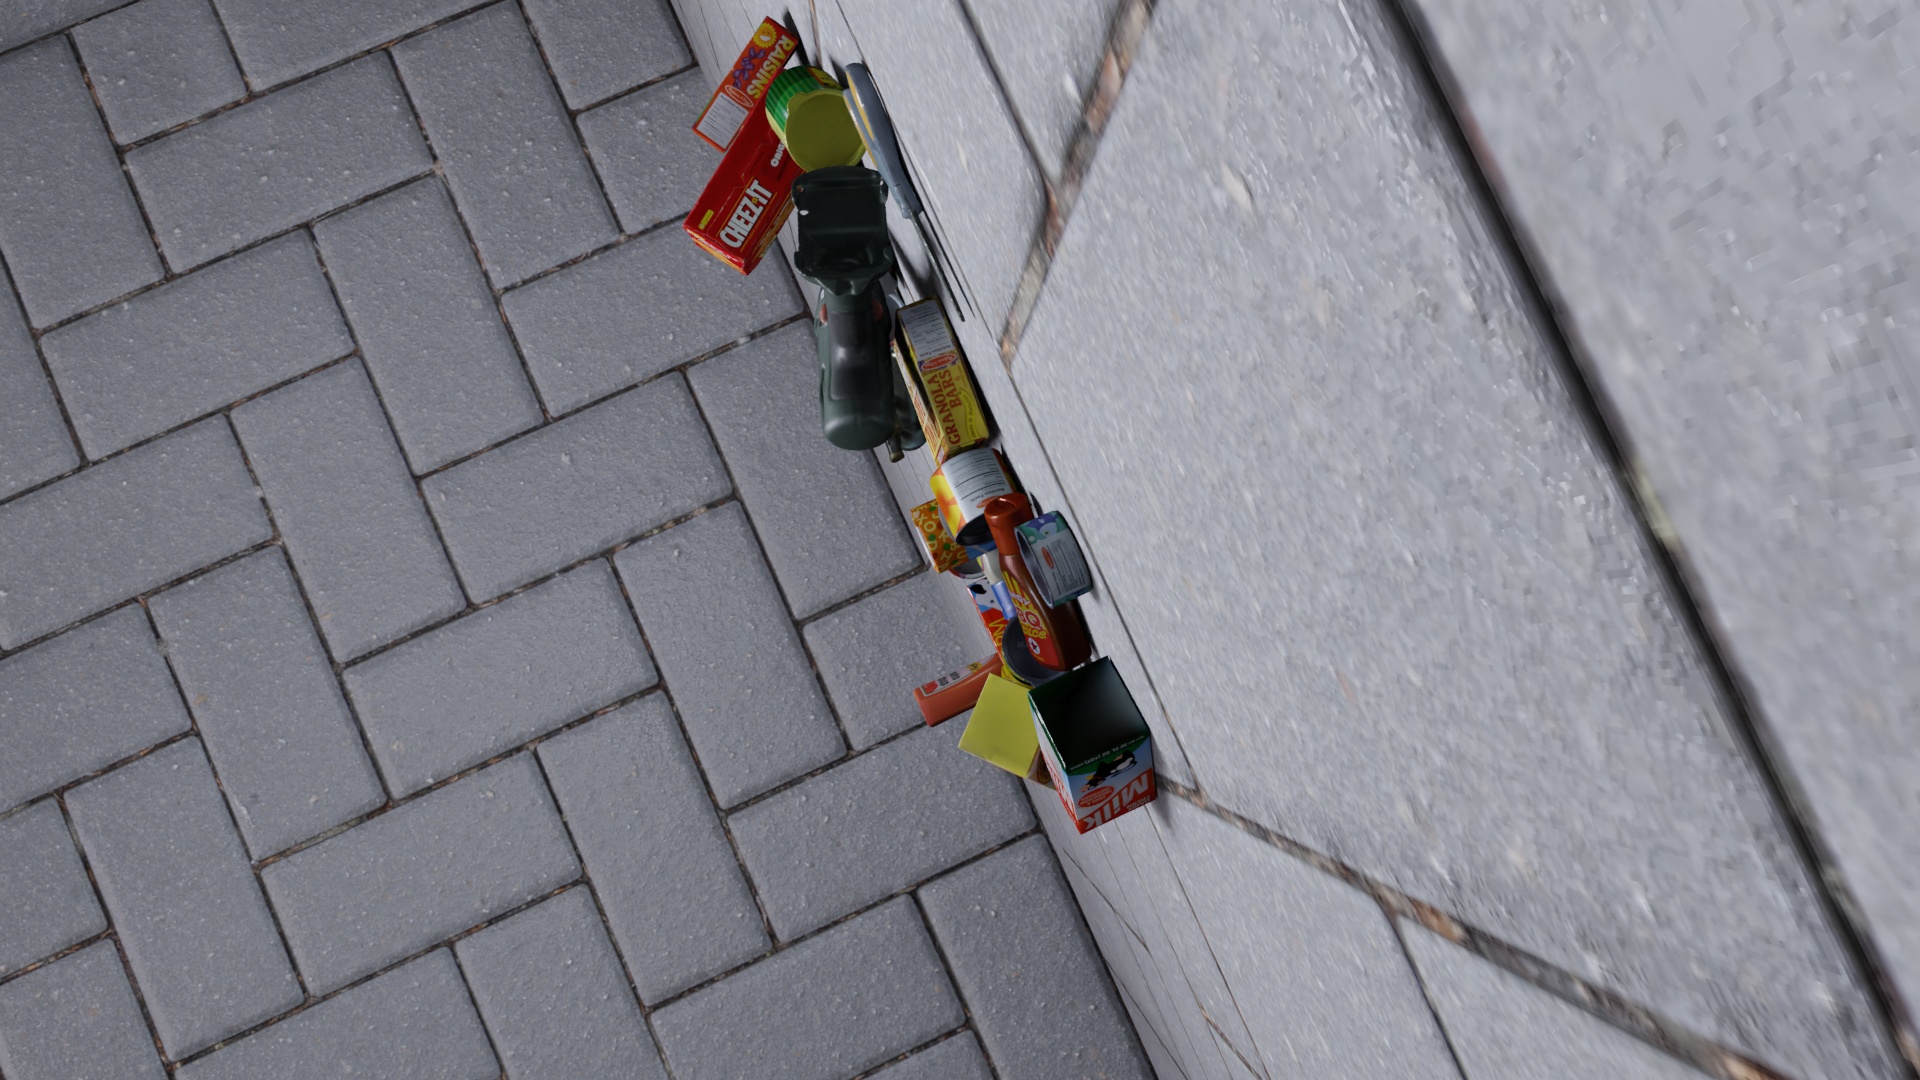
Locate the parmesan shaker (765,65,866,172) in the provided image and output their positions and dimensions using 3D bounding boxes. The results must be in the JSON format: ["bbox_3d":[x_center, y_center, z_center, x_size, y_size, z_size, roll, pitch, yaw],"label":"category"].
[{"bbox_3d":[-0.116,-0.336,1.098,0.103,0.071,0.071,-120,7,-57],"label":"parmesan shaker"}]

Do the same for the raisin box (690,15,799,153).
[{"bbox_3d":[-0.200,-0.422,1.292,0.040,0.123,0.086,34,-174,-16],"label":"raisin box"}]

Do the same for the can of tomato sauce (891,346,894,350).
[{"bbox_3d":[-0.104,-0.212,1.519,0.071,0.083,0.071,160,86,-86],"label":"can of tomato sauce"}]

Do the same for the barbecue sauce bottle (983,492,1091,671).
[{"bbox_3d":[0.060,0.033,1.121,0.065,0.044,0.148,28,144,58],"label":"barbecue sauce bottle"}]

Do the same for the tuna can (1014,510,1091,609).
[{"bbox_3d":[0.067,0.013,1.011,0.071,0.033,0.071,160,86,-85],"label":"tuna can"}]

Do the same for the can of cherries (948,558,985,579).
[{"bbox_3d":[0.005,0.004,1.478,0.058,0.071,0.071,-142,28,-80],"label":"can of cherries"}]

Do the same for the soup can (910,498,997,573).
[{"bbox_3d":[0.005,-0.016,1.271,0.071,0.084,0.071,159,87,-85],"label":"soup can"}]

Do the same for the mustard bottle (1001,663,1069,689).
[{"bbox_3d":[0.092,0.173,1.388,0.049,0.065,0.159,53,171,52],"label":"mustard bottle"}]

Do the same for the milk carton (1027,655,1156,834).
[{"bbox_3d":[0.110,0.176,1.127,0.189,0.072,0.074,75,170,-57],"label":"milk carton"}]

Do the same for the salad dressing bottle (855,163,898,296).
[{"bbox_3d":[-0.095,-0.288,1.269,0.147,0.044,0.064,73,179,-49],"label":"salad dressing bottle"}]

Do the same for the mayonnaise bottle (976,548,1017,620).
[{"bbox_3d":[0.030,0.003,1.341,0.064,0.041,0.148,141,105,-84],"label":"mayonnaise bottle"}]

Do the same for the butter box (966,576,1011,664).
[{"bbox_3d":[0.051,0.083,1.453,0.024,0.053,0.104,74,171,-71],"label":"butter box"}]

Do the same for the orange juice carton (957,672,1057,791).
[{"bbox_3d":[0.074,0.184,1.269,0.072,0.073,0.192,20,171,26],"label":"orange juice carton"}]

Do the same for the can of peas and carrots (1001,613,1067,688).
[{"bbox_3d":[0.069,0.095,1.207,0.058,0.071,0.071,87,158,-80],"label":"can of peas and carrots"}]

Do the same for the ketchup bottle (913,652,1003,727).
[{"bbox_3d":[0.025,0.149,1.481,0.065,0.149,0.043,-151,38,-81],"label":"ketchup bottle"}]

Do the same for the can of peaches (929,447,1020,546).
[{"bbox_3d":[0.014,-0.035,1.153,0.071,0.071,0.058,78,167,-70],"label":"can of peaches"}]

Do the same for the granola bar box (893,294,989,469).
[{"bbox_3d":[-0.018,-0.130,1.191,0.165,0.039,0.124,131,119,-85],"label":"granola bar box"}]

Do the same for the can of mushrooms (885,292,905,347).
[{"bbox_3d":[-0.088,-0.219,1.379,0.033,0.071,0.070,-128,15,-65],"label":"can of mushrooms"}]
